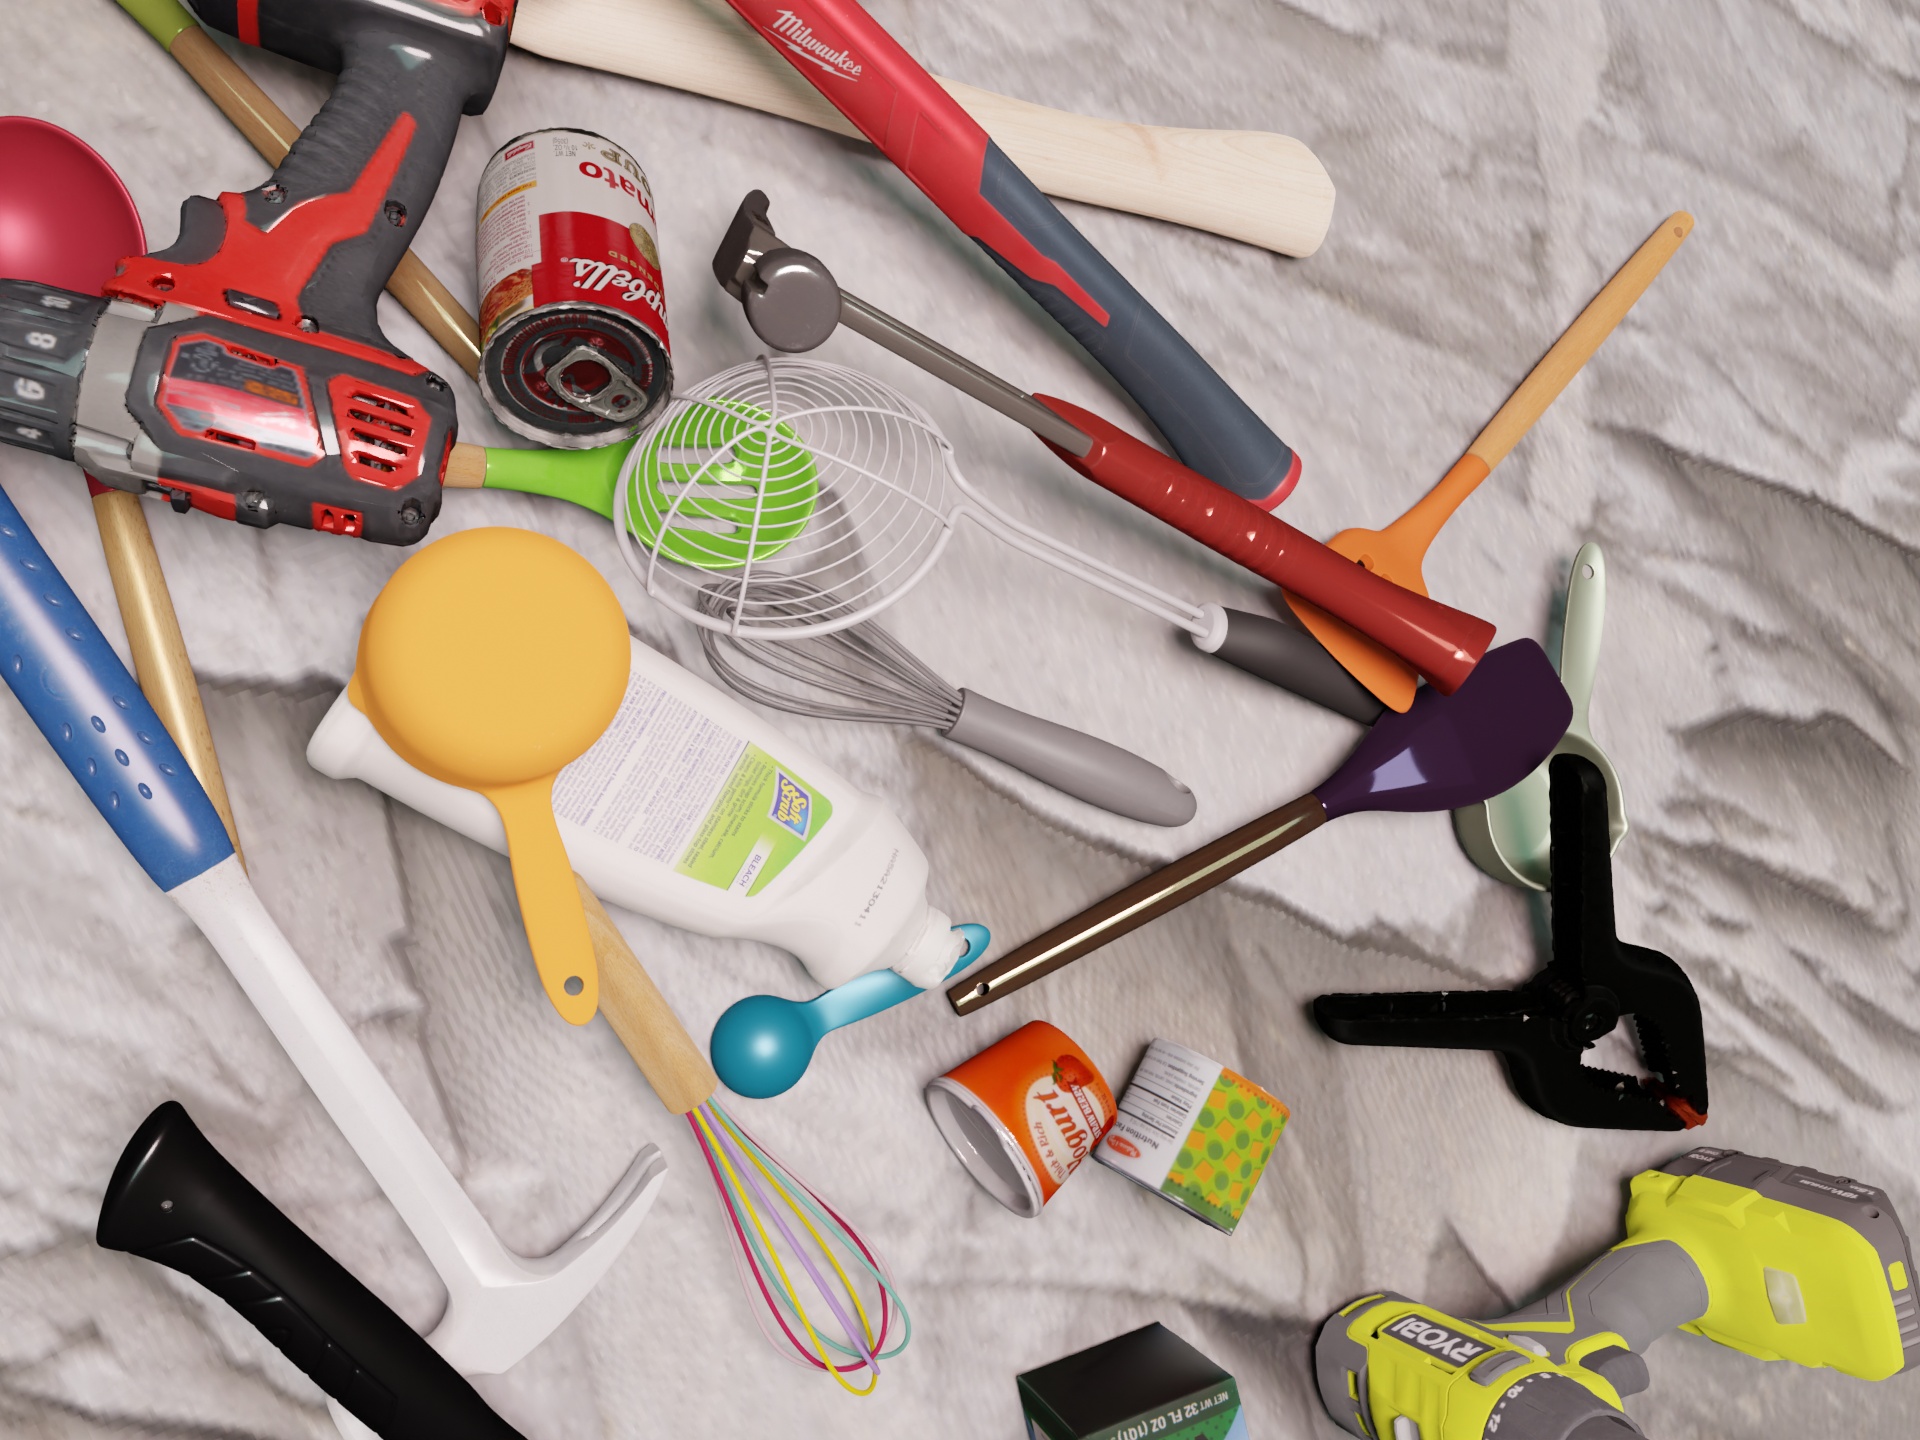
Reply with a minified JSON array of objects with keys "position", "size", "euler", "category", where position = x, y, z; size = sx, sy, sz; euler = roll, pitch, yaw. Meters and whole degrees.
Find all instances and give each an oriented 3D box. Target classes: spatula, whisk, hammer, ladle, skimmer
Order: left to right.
[{"position":[-0.298,-0.057,0.576],"size":[0.069,0.031,0.315],"euler":[-15,94,-8],"category":"ladle"},{"position":[-0.256,0.059,0.561],"size":[0.144,0.035,0.405],"euler":[-33,102,-17],"category":"hammer"},{"position":[-0.265,-0.232,0.581],"size":[0.078,0.062,0.320],"euler":[-45,103,-11],"category":"ladle"},{"position":[-0.168,0.255,0.564],"size":[0.146,0.035,0.334],"euler":[-41,112,-14],"category":"hammer"},{"position":[-0.089,0.160,0.598],"size":[0.244,0.051,0.047],"euler":[61,40,-16],"category":"whisk"},{"position":[-0.031,-0.249,0.667],"size":[0.410,0.038,0.146],"euler":[9,86,-18],"category":"hammer"},{"position":[0.000,-0.002,0.661],"size":[0.238,0.055,0.055],"euler":[23,81,-19],"category":"whisk"},{"position":[0.016,-0.214,0.610],"size":[0.386,0.143,0.038],"euler":[37,48,-28],"category":"hammer"},{"position":[0.039,-0.047,0.660],"size":[0.363,0.090,0.127],"euler":[21,53,-33],"category":"skimmer"},{"position":[0.068,-0.101,0.634],"size":[0.358,0.149,0.036],"euler":[25,108,-22],"category":"hammer"},{"position":[0.136,0.052,0.698],"size":[0.316,0.018,0.060],"euler":[-26,85,-10],"category":"spatula"},{"position":[0.264,-0.139,0.754],"size":[0.081,0.041,0.322],"euler":[44,75,-7],"category":"spatula"}]

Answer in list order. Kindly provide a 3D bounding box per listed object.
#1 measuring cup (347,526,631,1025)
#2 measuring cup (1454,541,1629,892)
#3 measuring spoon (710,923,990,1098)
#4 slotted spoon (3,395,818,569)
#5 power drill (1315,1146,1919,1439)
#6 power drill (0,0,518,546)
[{"position":[-0.144,0.019,0.535],"size":[0.095,0.052,0.173],"euler":[-14,88,-26],"category":"measuring cup"},{"position":[0.278,-0.002,0.755],"size":[0.083,0.038,0.168],"euler":[14,81,-17],"category":"measuring cup"},{"position":[-0.041,0.115,0.653],"size":[0.128,0.021,0.042],"euler":[-25,95,-18],"category":"measuring spoon"},{"position":[-0.201,-0.097,0.580],"size":[0.313,0.031,0.070],"euler":[1,85,-30],"category":"slotted spoon"},{"position":[0.291,0.266,0.669],"size":[0.228,0.190,0.080],"euler":[-16,92,-22],"category":"power drill"},{"position":[-0.245,-0.180,0.516],"size":[0.187,0.080,0.227],"euler":[13,78,-21],"category":"power drill"}]
